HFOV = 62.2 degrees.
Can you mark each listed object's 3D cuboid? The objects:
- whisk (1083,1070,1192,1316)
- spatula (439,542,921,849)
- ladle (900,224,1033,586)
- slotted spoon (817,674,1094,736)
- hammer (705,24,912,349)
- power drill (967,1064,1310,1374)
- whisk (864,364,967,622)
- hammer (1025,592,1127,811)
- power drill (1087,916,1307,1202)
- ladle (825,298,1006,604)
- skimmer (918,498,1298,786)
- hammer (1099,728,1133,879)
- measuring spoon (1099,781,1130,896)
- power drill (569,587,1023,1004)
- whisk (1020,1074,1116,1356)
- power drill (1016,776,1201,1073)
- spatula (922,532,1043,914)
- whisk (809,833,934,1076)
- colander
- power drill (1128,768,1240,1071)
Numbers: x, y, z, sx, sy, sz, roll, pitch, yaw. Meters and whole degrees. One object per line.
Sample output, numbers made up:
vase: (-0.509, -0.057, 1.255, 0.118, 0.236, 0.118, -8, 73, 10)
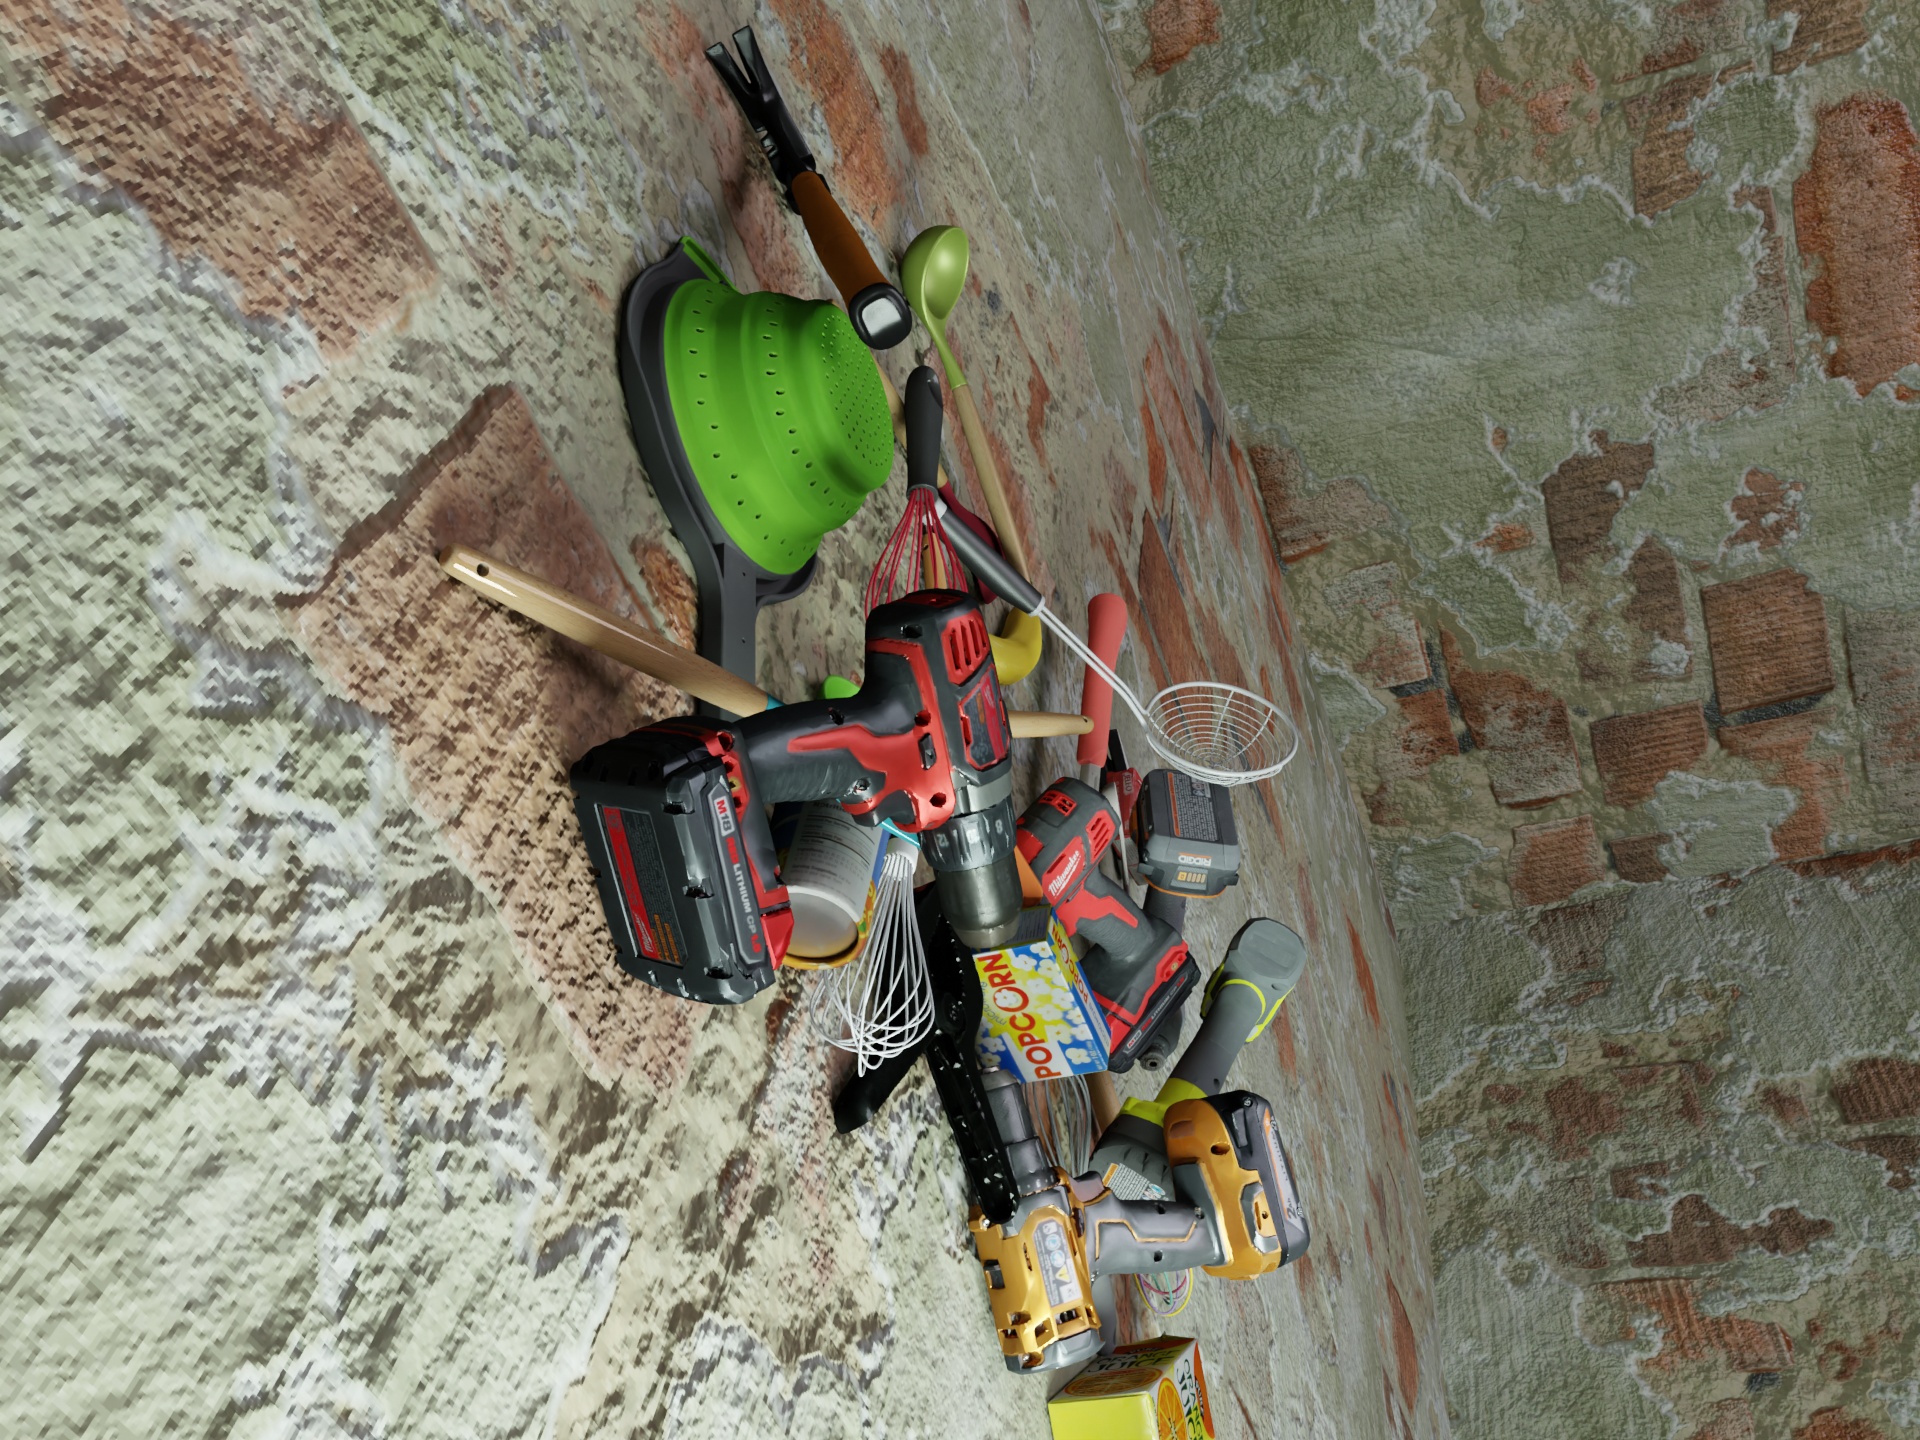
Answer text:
whisk: (0.138, 0.364, 1.291, 0.051, 0.047, 0.245, -24, 96, -89)
spatula: (-0.108, -0.017, 0.761, 0.317, 0.044, 0.082, 28, 75, -47)
ladle: (0.018, -0.254, 1.309, 0.078, 0.062, 0.320, -4, 76, -68)
slotted spoon: (0.005, 0.004, 1.073, 0.313, 0.031, 0.070, 0, 58, -54)
hammer: (-0.088, -0.315, 0.962, 0.127, 0.034, 0.337, 59, 4, -40)
power drill: (0.105, 0.303, 1.045, 0.226, 0.084, 0.185, -7, 74, -31)
whisk: (-0.028, -0.146, 1.130, 0.073, 0.073, 0.296, 53, 30, -49)
hammer: (0.111, 0.005, 1.357, 0.359, 0.037, 0.149, -79, 150, -47)
power drill: (0.185, 0.276, 1.233, 0.223, 0.080, 0.171, -53, 165, -29)
ladle: (-0.029, -0.204, 1.239, 0.315, 0.031, 0.069, 55, 26, -43)
skimmer: (0.123, -0.071, 1.279, 0.363, 0.090, 0.127, 41, 31, -22)
hammer: (0.107, 0.093, 1.401, 0.334, 0.035, 0.146, -14, 91, -71)
measuring spoon: (0.124, 0.110, 1.268, 0.034, 0.018, 0.124, -67, 150, -78)
power drill: (-0.056, 0.054, 0.754, 0.226, 0.080, 0.187, -27, 112, -42)
whisk: (0.082, 0.347, 1.142, 0.055, 0.055, 0.239, -34, 113, -70)
power drill: (0.083, 0.157, 1.168, 0.143, 0.079, 0.219, -48, 132, -17)
spatula: (-0.002, -0.004, 1.143, 0.041, 0.081, 0.323, 29, 42, -42)
whisk: (-0.041, 0.103, 0.955, 0.285, 0.070, 0.070, -81, 151, -59)
colander: (-0.095, -0.102, 0.874, 0.204, 0.094, 0.397, 45, 36, -56)
power drill: (0.173, 0.174, 1.338, 0.164, 0.084, 0.226, -85, -177, -59)
